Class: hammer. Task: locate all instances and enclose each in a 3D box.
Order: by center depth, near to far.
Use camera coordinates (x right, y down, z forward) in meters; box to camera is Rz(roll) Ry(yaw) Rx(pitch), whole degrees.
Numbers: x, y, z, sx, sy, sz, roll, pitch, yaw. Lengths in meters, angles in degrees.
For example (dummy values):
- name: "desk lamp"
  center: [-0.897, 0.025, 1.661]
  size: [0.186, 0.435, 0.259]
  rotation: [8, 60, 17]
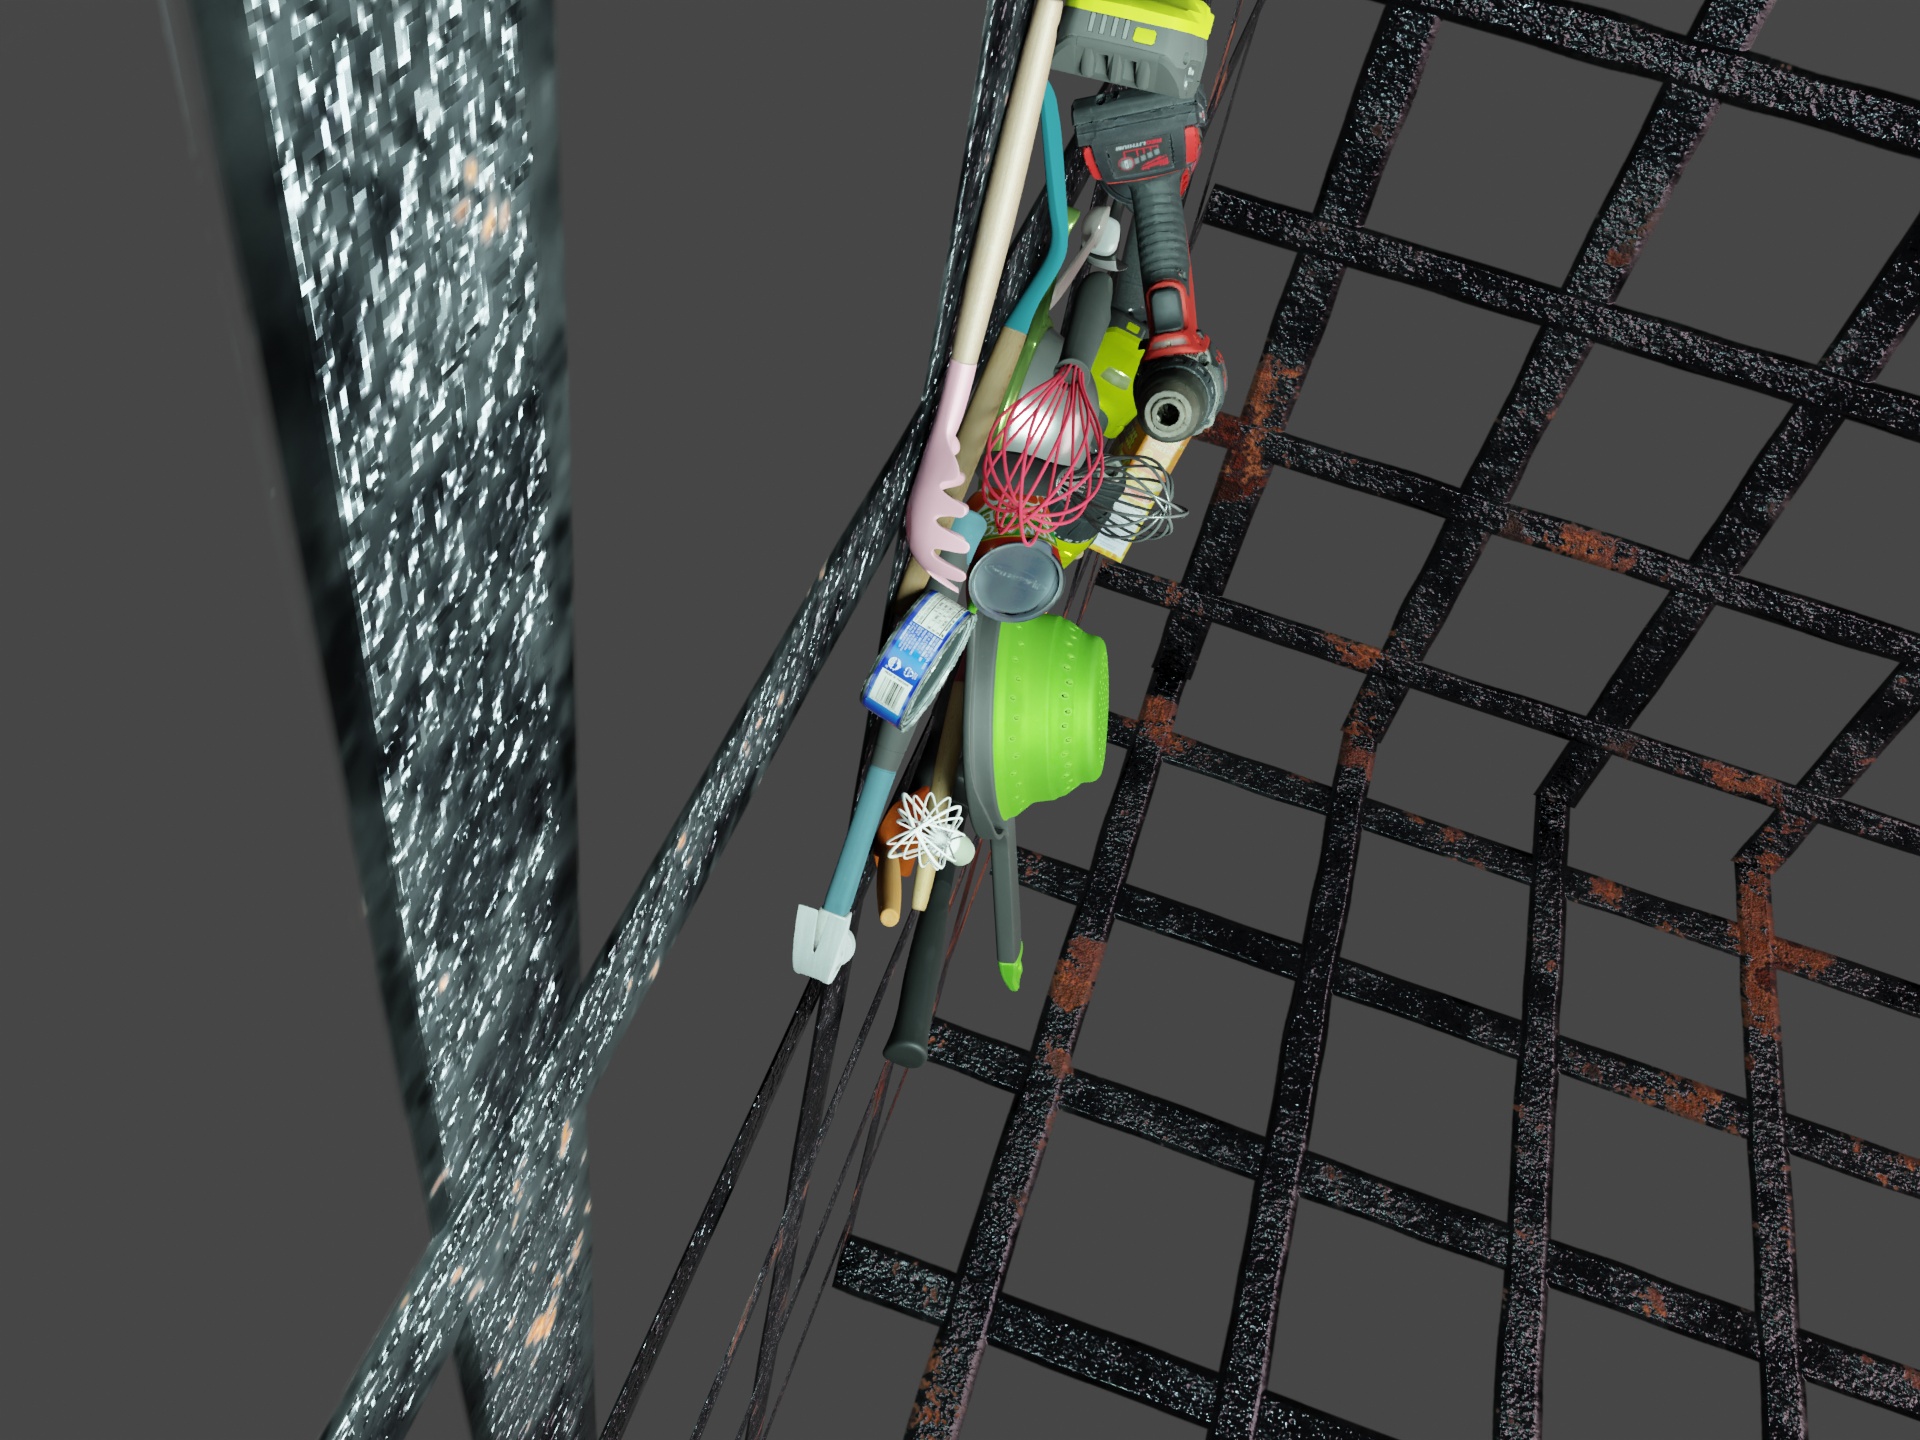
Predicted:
- name: "hammer"
  center: [-0.047, 0.018, 1.060]
  size: [0.128, 0.033, 0.331]
  rotation: [-19, 128, -85]
- name: "hammer"
  center: [-0.018, 0.149, 1.302]
  size: [0.146, 0.035, 0.335]
  rotation: [-56, -167, 34]
- name: "hammer"
  center: [0.169, -0.541, 1.315]
  size: [0.127, 0.034, 0.337]
  rotation: [-41, 150, -78]

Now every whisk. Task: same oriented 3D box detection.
- name: "whisk"
  center: [0.066, -0.205, 0.986]
  size: [0.296, 0.073, 0.073]
  rotation: [-72, 177, -47]
- name: "whisk"
  center: [0.068, -0.151, 1.025]
  size: [0.239, 0.055, 0.055]
  rotation: [28, -79, 59]
- name: "whisk"
  center: [-0.014, 0.087, 1.148]
  size: [0.059, 0.058, 0.246]
  rotation: [-36, 169, 0]

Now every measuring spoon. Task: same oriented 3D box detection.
- name: "measuring spoon"
  center: [0.086, -0.360, 1.236]
  size: [0.124, 0.018, 0.034]
  rotation: [-60, 170, -32]

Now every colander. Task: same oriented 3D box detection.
- name: "colander"
  center: [0.068, 0.058, 1.251]
  size: [0.205, 0.094, 0.396]
  rotation: [-74, 163, -56]

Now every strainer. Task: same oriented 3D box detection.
- name: "strainer"
  center: [0.075, -0.255, 1.155]
  size: [0.256, 0.069, 0.152]
  rotation: [105, 7, -52]

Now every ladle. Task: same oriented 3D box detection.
- name: "ladle"
  center: [-0.002, -0.004, 1.271]
  size: [0.069, 0.031, 0.315]
  rotation: [46, 54, -78]

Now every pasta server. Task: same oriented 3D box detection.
- name: "pasta server"
  center: [0.015, -0.218, 0.853]
  size: [0.060, 0.040, 0.316]
  rotation: [-90, -167, -62]

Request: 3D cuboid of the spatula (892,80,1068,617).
- name: "spatula"
  center: [0.013, -0.211, 0.941]
  size: [0.082, 0.044, 0.317]
  rotation: [-53, 165, -76]

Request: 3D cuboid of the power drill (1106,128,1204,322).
- name: "power drill"
  center: [0.178, -0.462, 1.498]
  size: [0.219, 0.078, 0.143]
  rotation: [98, 11, -50]

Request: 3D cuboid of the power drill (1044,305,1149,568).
- name: "power drill"
  center: [0.107, -0.231, 1.333]
  size: [0.190, 0.080, 0.229]
  rotation: [-41, -155, 62]

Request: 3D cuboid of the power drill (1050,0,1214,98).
- name: "power drill"
  center: [0.111, -0.451, 0.833]
  size: [0.171, 0.080, 0.223]
  rotation: [-61, 165, -66]

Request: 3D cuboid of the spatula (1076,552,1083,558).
- name: "spatula"
  center: [0.106, -0.241, 1.507]
  size: [0.316, 0.018, 0.059]
  rotation: [-86, -172, -53]

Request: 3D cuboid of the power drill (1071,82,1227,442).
- name: "power drill"
  center: [0.131, -0.295, 1.041]
  size: [0.188, 0.080, 0.226]
  rotation: [-60, 141, -67]

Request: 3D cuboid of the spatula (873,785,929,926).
- name: "spatula"
  center: [-0.045, 0.111, 1.205]
  size: [0.323, 0.041, 0.081]
  rotation: [-109, -148, -82]
